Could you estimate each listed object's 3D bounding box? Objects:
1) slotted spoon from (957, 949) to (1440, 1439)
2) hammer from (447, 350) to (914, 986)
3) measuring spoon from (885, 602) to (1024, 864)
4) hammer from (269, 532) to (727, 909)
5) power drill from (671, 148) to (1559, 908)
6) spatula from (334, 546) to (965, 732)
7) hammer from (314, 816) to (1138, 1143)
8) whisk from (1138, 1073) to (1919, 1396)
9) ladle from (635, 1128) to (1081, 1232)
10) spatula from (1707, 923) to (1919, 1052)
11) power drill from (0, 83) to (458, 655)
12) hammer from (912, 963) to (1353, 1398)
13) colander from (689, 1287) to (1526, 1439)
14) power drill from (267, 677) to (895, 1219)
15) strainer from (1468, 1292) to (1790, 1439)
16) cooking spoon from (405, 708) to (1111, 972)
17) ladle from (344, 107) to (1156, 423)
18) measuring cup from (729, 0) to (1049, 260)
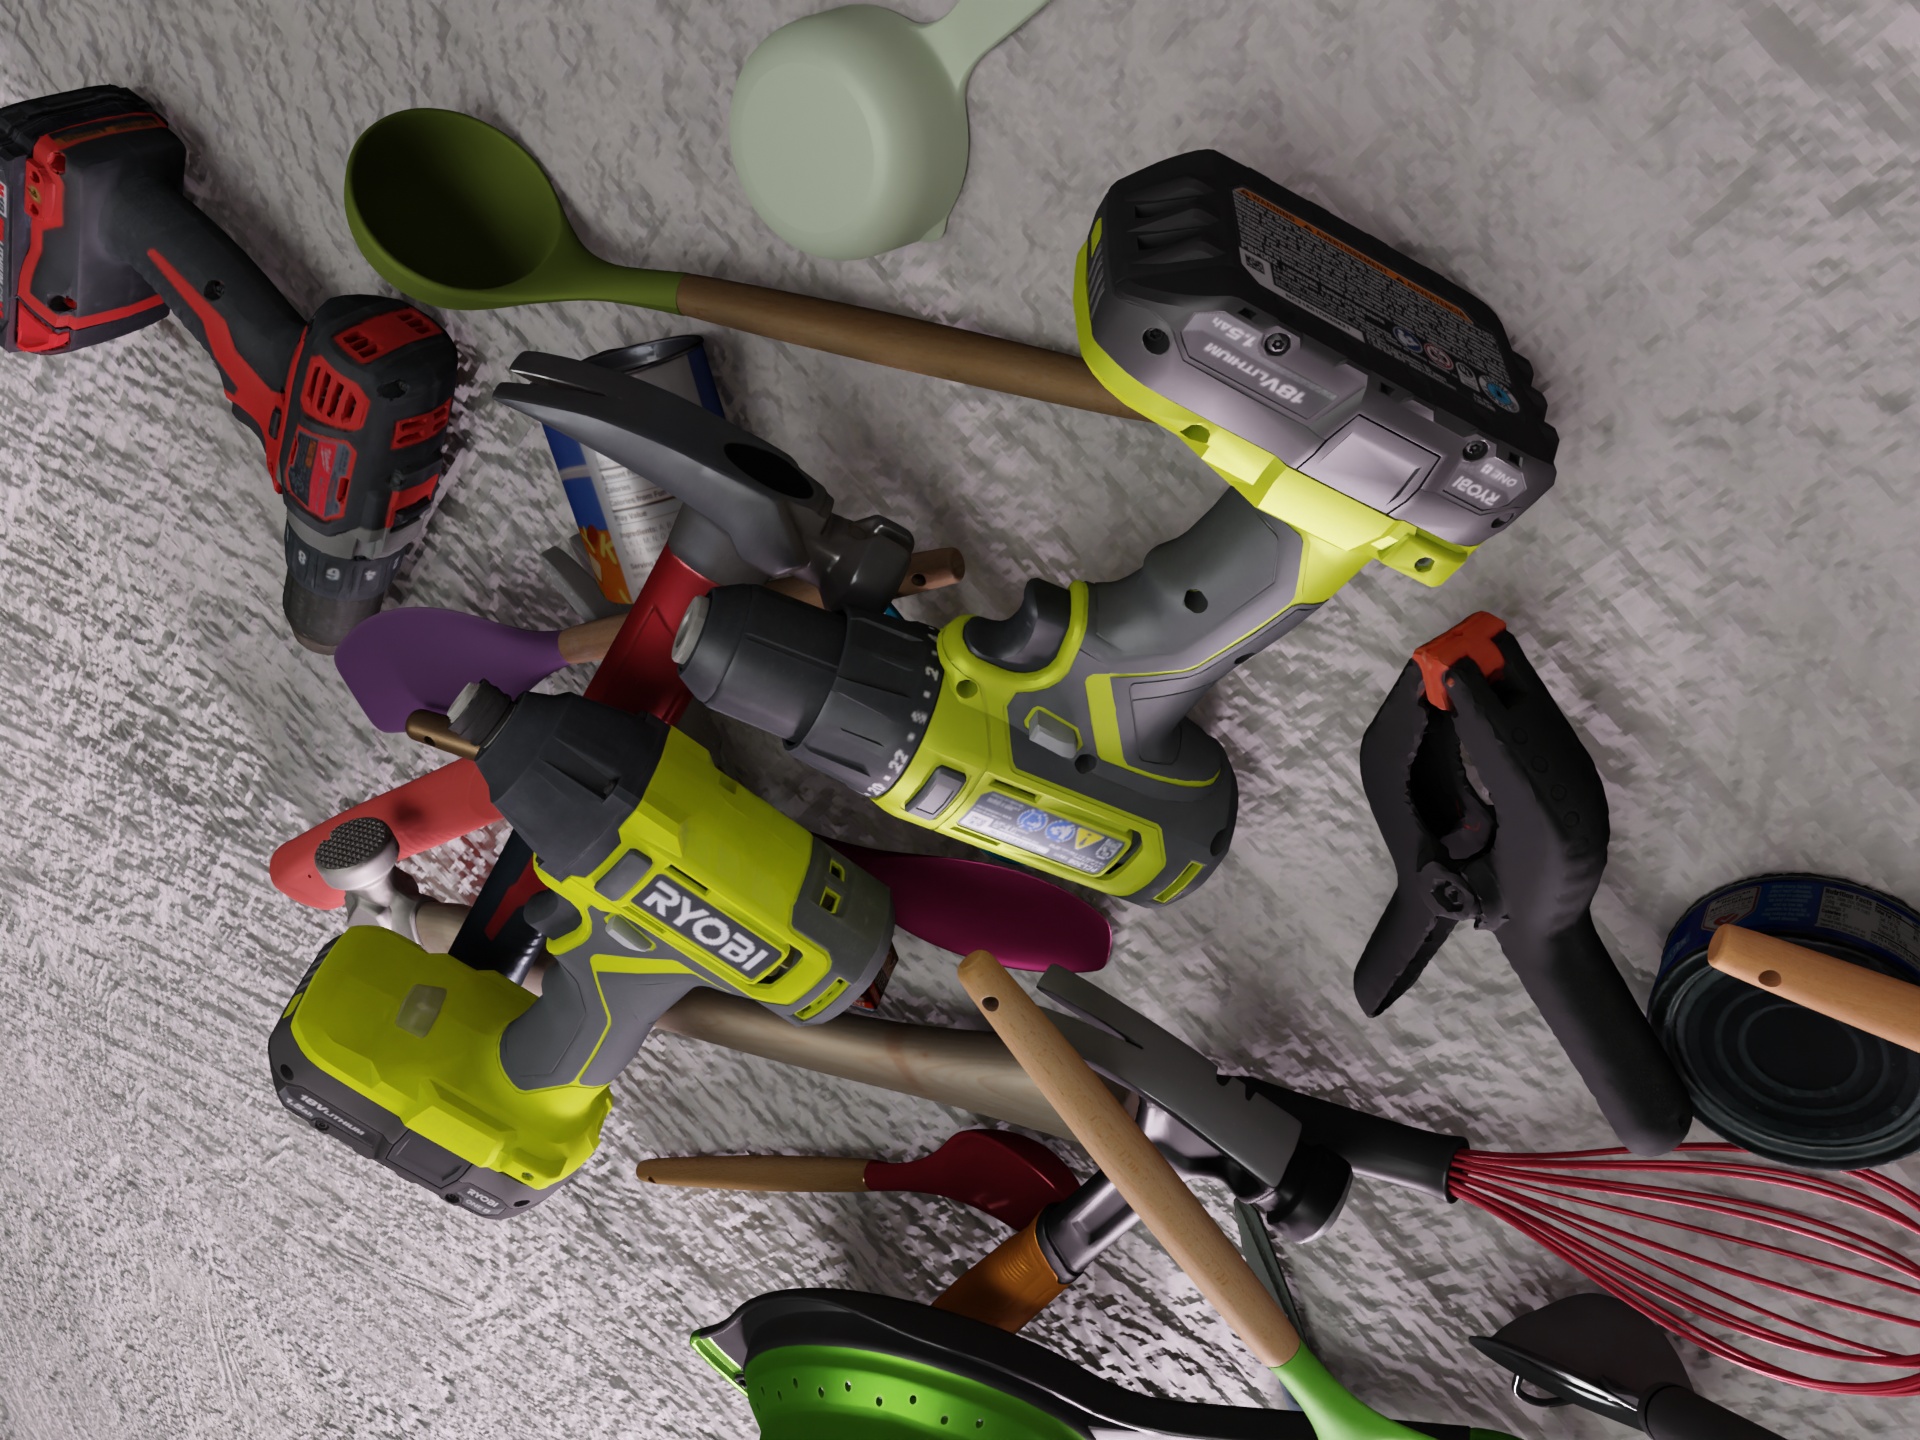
[{"bbox_3d":[0.098,0.197,0.547,0.070,0.031,0.313,-33,103,24],"label":"slotted spoon"},{"bbox_3d":[-0.169,0.032,0.629,0.143,0.038,0.386,27,129,-14],"label":"hammer"},{"bbox_3d":[-0.001,-0.002,0.593,0.042,0.021,0.128,-22,109,35],"label":"measuring spoon"},{"bbox_3d":[-0.252,0.030,0.786,0.359,0.037,0.149,-19,105,40],"label":"hammer"},{"bbox_3d":[0.037,-0.043,0.470,0.190,0.080,0.228,22,133,-19],"label":"power drill"},{"bbox_3d":[-0.139,-0.036,0.639,0.316,0.018,0.059,-8,119,28],"label":"spatula"},{"bbox_3d":[-0.115,0.139,0.736,0.411,0.038,0.146,9,135,25],"label":"hammer"},{"bbox_3d":[0.189,0.159,0.543,0.296,0.073,0.073,8,121,38],"label":"whisk"},{"bbox_3d":[-0.060,0.223,0.775,0.315,0.031,0.069,-13,114,41],"label":"ladle"},{"bbox_3d":[0.351,0.122,0.397,0.322,0.041,0.081,21,128,11],"label":"spatula"},{"bbox_3d":[-0.329,-0.148,0.709,0.227,0.080,0.187,38,132,6],"label":"power drill"},{"bbox_3d":[0.026,0.222,0.663,0.127,0.034,0.336,34,138,5],"label":"hammer"},{"bbox_3d":[0.048,0.331,0.663,0.397,0.095,0.204,-8,132,30],"label":"colander"},{"bbox_3d":[-0.157,0.088,0.601,0.171,0.080,0.223,37,122,-19],"label":"power drill"},{"bbox_3d":[0.221,0.214,0.496,0.087,0.050,0.258,24,170,9],"label":"strainer"},{"bbox_3d":[-0.090,0.044,0.657,0.319,0.017,0.068,16,141,13],"label":"cooking spoon"},{"bbox_3d":[-0.073,-0.150,0.542,0.320,0.078,0.062,17,146,19],"label":"ladle"},{"bbox_3d":[-0.010,-0.200,0.475,0.167,0.038,0.083,-28,99,44],"label":"measuring cup"}]
